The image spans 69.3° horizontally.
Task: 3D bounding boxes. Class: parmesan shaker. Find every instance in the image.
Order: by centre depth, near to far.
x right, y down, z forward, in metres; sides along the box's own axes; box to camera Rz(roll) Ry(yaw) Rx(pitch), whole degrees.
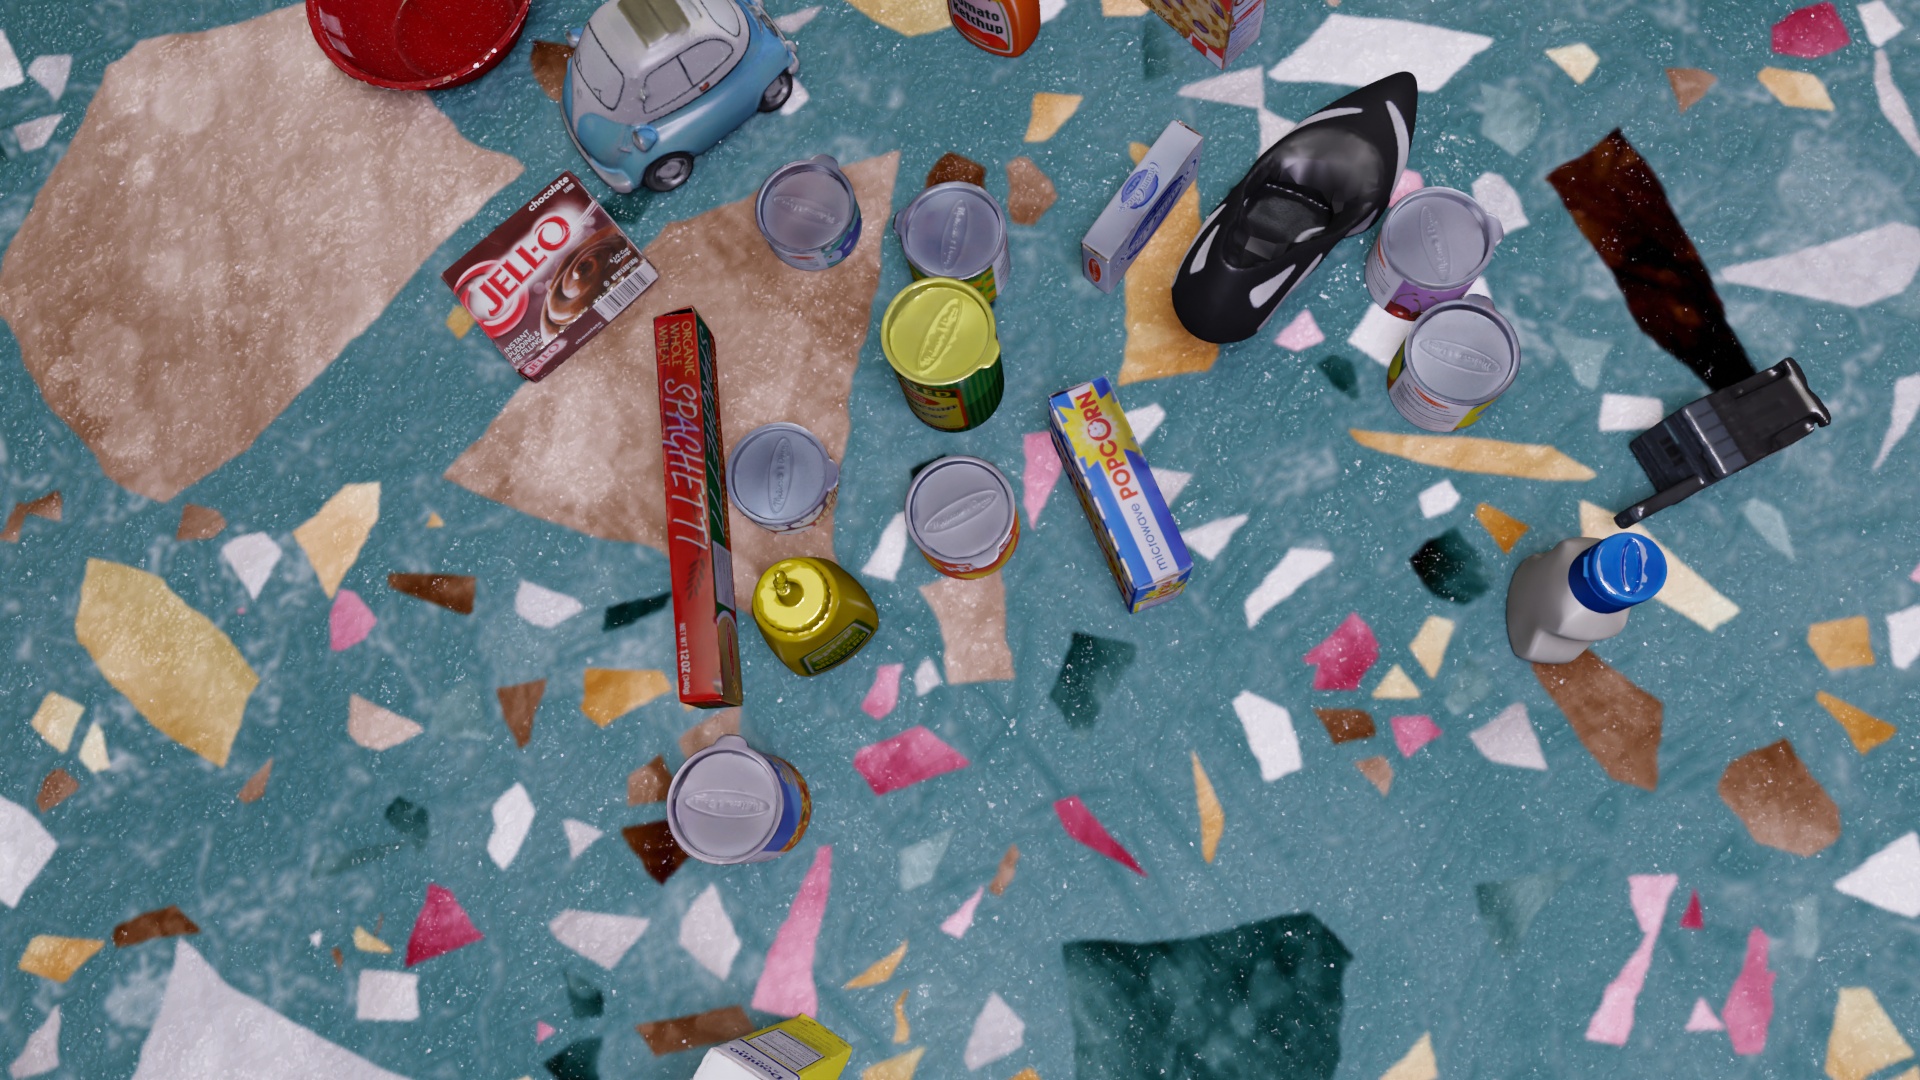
[{"bbox_3d":[-0.006,-0.108,0.843,0.071,0.103,0.071,-1,78,5],"label":"parmesan shaker"}]

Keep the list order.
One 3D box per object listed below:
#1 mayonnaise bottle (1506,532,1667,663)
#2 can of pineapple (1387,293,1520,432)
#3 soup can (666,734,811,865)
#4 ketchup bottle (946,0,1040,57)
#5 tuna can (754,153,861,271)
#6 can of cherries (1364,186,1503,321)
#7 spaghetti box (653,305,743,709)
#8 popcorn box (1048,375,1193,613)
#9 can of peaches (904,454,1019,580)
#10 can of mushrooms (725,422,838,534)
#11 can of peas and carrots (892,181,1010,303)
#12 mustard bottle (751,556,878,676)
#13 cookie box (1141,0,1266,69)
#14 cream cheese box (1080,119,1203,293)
[{"bbox_3d":[0.339,0.029,0.758,0.041,0.148,0.065,5,78,6],"label":"mayonnaise bottle"},{"bbox_3d":[0.297,-0.106,0.839,0.071,0.057,0.071,-1,78,5],"label":"can of pineapple"},{"bbox_3d":[-0.126,0.151,0.806,0.071,0.083,0.071,-1,78,5],"label":"soup can"},{"bbox_3d":[0.017,-0.367,0.876,0.065,0.148,0.043,33,83,11],"label":"ketchup bottle"},{"bbox_3d":[-0.098,-0.215,0.912,0.071,0.032,0.071,-1,77,5],"label":"tuna can"},{"bbox_3d":[0.290,-0.175,0.854,0.071,0.058,0.071,-1,78,5],"label":"can of cherries"},{"bbox_3d":[-0.163,-0.021,0.865,0.029,0.050,0.250,-8,77,4],"label":"spaghetti box"},{"bbox_3d":[0.094,-0.025,0.825,0.038,0.085,0.127,-23,77,0],"label":"popcorn box"},{"bbox_3d":[0.003,-0.011,0.844,0.071,0.058,0.071,-1,78,5],"label":"can of peaches"},{"bbox_3d":[-0.109,-0.038,0.872,0.071,0.033,0.071,-1,77,5],"label":"can of mushrooms"},{"bbox_3d":[-0.005,-0.185,0.883,0.071,0.058,0.071,-1,78,5],"label":"can of peas and carrots"},{"bbox_3d":[-0.087,0.040,0.788,0.065,0.160,0.049,-36,77,-3],"label":"mustard bottle"},{"bbox_3d":[0.137,-0.384,0.859,0.040,0.167,0.123,-43,78,-4],"label":"cookie box"},{"bbox_3d":[0.114,-0.211,0.881,0.024,0.053,0.104,35,83,11],"label":"cream cheese box"}]
